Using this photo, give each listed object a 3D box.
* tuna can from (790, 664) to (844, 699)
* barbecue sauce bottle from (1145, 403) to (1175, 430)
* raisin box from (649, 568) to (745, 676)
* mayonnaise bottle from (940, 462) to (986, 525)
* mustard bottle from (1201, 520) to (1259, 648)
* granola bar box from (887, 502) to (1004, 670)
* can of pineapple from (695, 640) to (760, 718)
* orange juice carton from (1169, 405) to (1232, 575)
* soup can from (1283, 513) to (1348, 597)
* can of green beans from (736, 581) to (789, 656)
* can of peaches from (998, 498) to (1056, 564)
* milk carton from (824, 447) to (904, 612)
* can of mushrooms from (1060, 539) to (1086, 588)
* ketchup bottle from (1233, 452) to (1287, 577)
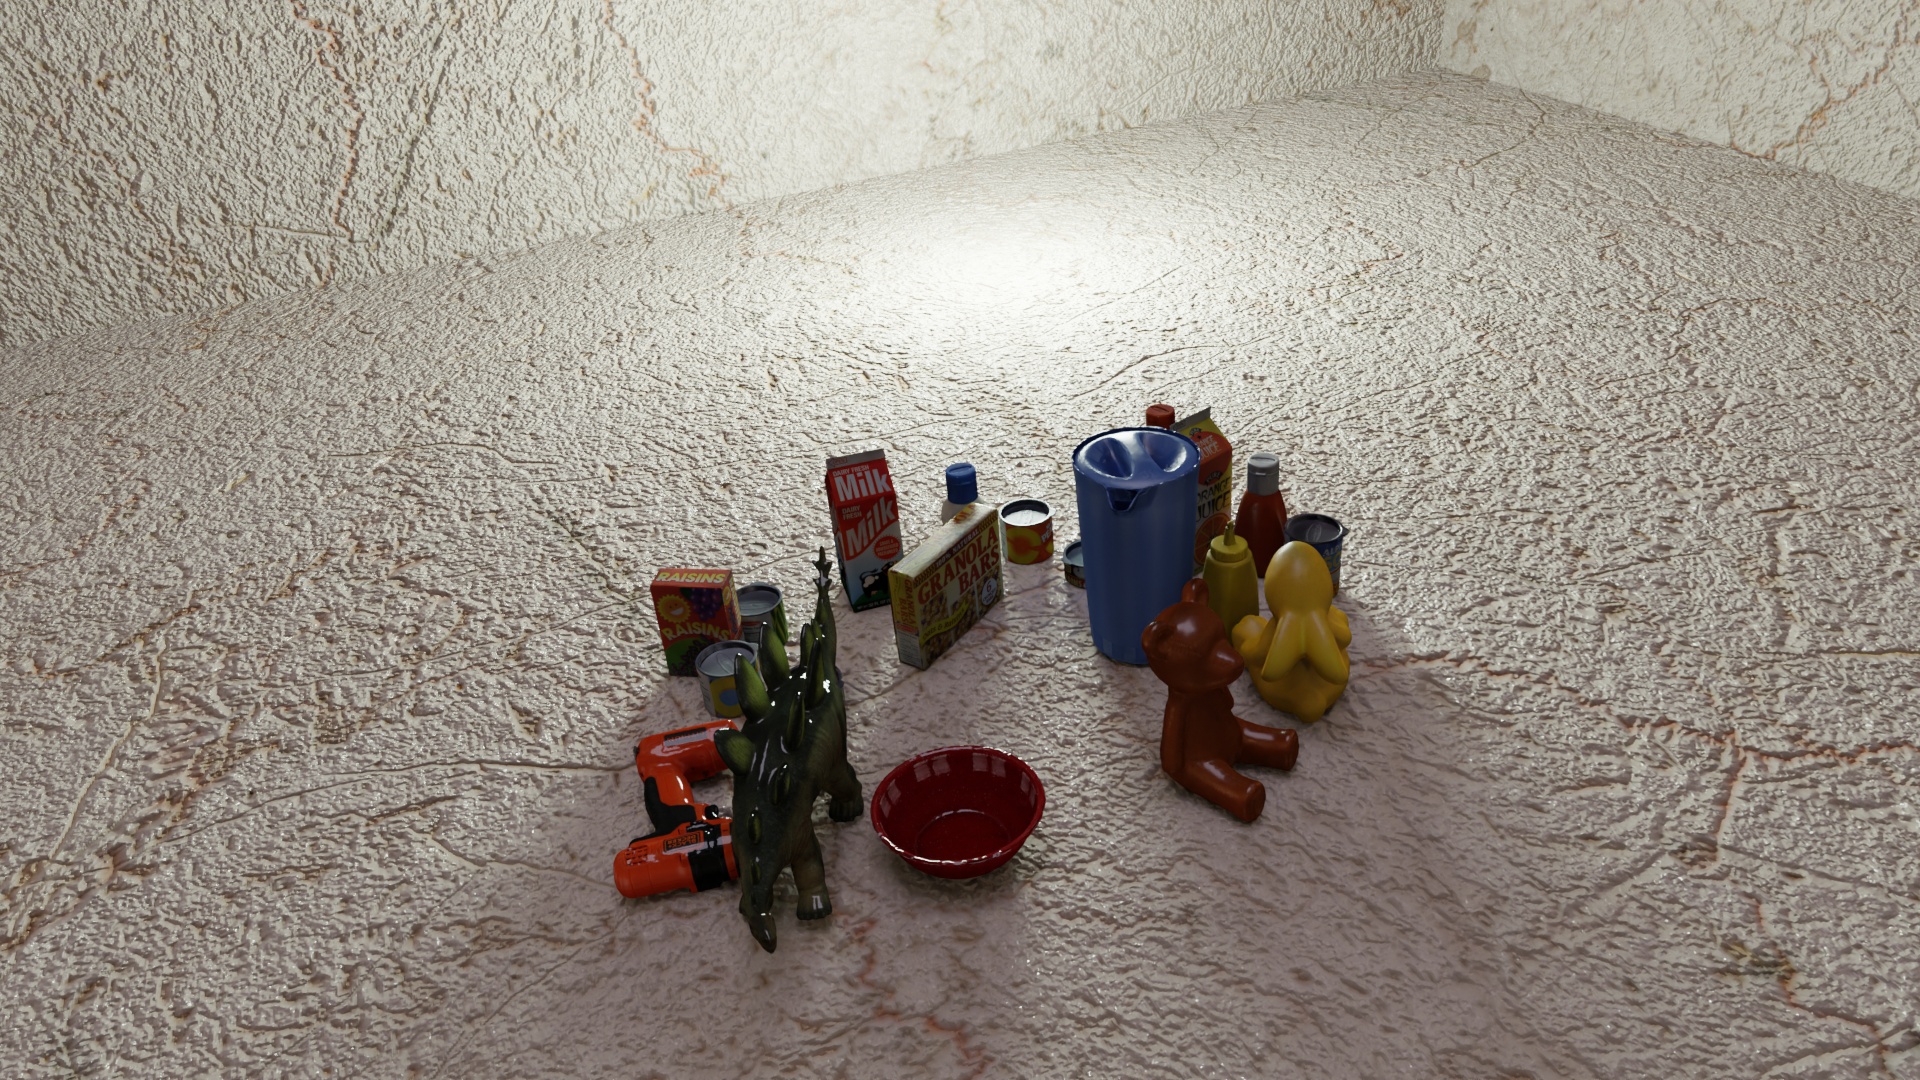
[{"bbox_3d":[-0.156,0.162,1.491,0.071,0.032,0.071,-4,31,2],"label":"tuna can"},{"bbox_3d":[0.252,-0.099,1.747,0.044,0.147,0.065,-28,38,-33],"label":"barbecue sauce bottle"},{"bbox_3d":[-0.288,0.091,1.540,0.086,0.122,0.040,2,32,11],"label":"raisin box"},{"bbox_3d":[0.006,-0.021,1.656,0.065,0.147,0.041,-14,32,-13],"label":"mayonnaise bottle"},{"bbox_3d":[0.289,0.044,1.496,0.065,0.159,0.049,-26,37,-31],"label":"mustard bottle"},{"bbox_3d":[-0.014,0.049,1.567,0.039,0.123,0.166,16,37,31],"label":"granola bar box"},{"bbox_3d":[-0.247,0.149,1.501,0.071,0.057,0.071,-4,31,2],"label":"can of pineapple"},{"bbox_3d":[0.272,-0.063,1.643,0.072,0.191,0.073,-26,37,-30],"label":"orange juice carton"},{"bbox_3d":[0.405,0.021,1.590,0.071,0.083,0.072,-4,31,2],"label":"soup can"},{"bbox_3d":[-0.233,0.091,1.595,0.071,0.057,0.071,-4,31,2],"label":"can of green beans"},{"bbox_3d":[0.084,-0.011,1.714,0.071,0.057,0.071,-4,31,2],"label":"can of peaches"},{"bbox_3d":[-0.112,-0.019,1.630,0.072,0.189,0.074,-13,32,-12],"label":"milk carton"},{"bbox_3d":[0.154,0.028,1.664,0.071,0.033,0.071,-4,31,2],"label":"can of mushrooms"},{"bbox_3d":[0.351,-0.029,1.618,0.065,0.148,0.044,6,33,19],"label":"ketchup bottle"}]
